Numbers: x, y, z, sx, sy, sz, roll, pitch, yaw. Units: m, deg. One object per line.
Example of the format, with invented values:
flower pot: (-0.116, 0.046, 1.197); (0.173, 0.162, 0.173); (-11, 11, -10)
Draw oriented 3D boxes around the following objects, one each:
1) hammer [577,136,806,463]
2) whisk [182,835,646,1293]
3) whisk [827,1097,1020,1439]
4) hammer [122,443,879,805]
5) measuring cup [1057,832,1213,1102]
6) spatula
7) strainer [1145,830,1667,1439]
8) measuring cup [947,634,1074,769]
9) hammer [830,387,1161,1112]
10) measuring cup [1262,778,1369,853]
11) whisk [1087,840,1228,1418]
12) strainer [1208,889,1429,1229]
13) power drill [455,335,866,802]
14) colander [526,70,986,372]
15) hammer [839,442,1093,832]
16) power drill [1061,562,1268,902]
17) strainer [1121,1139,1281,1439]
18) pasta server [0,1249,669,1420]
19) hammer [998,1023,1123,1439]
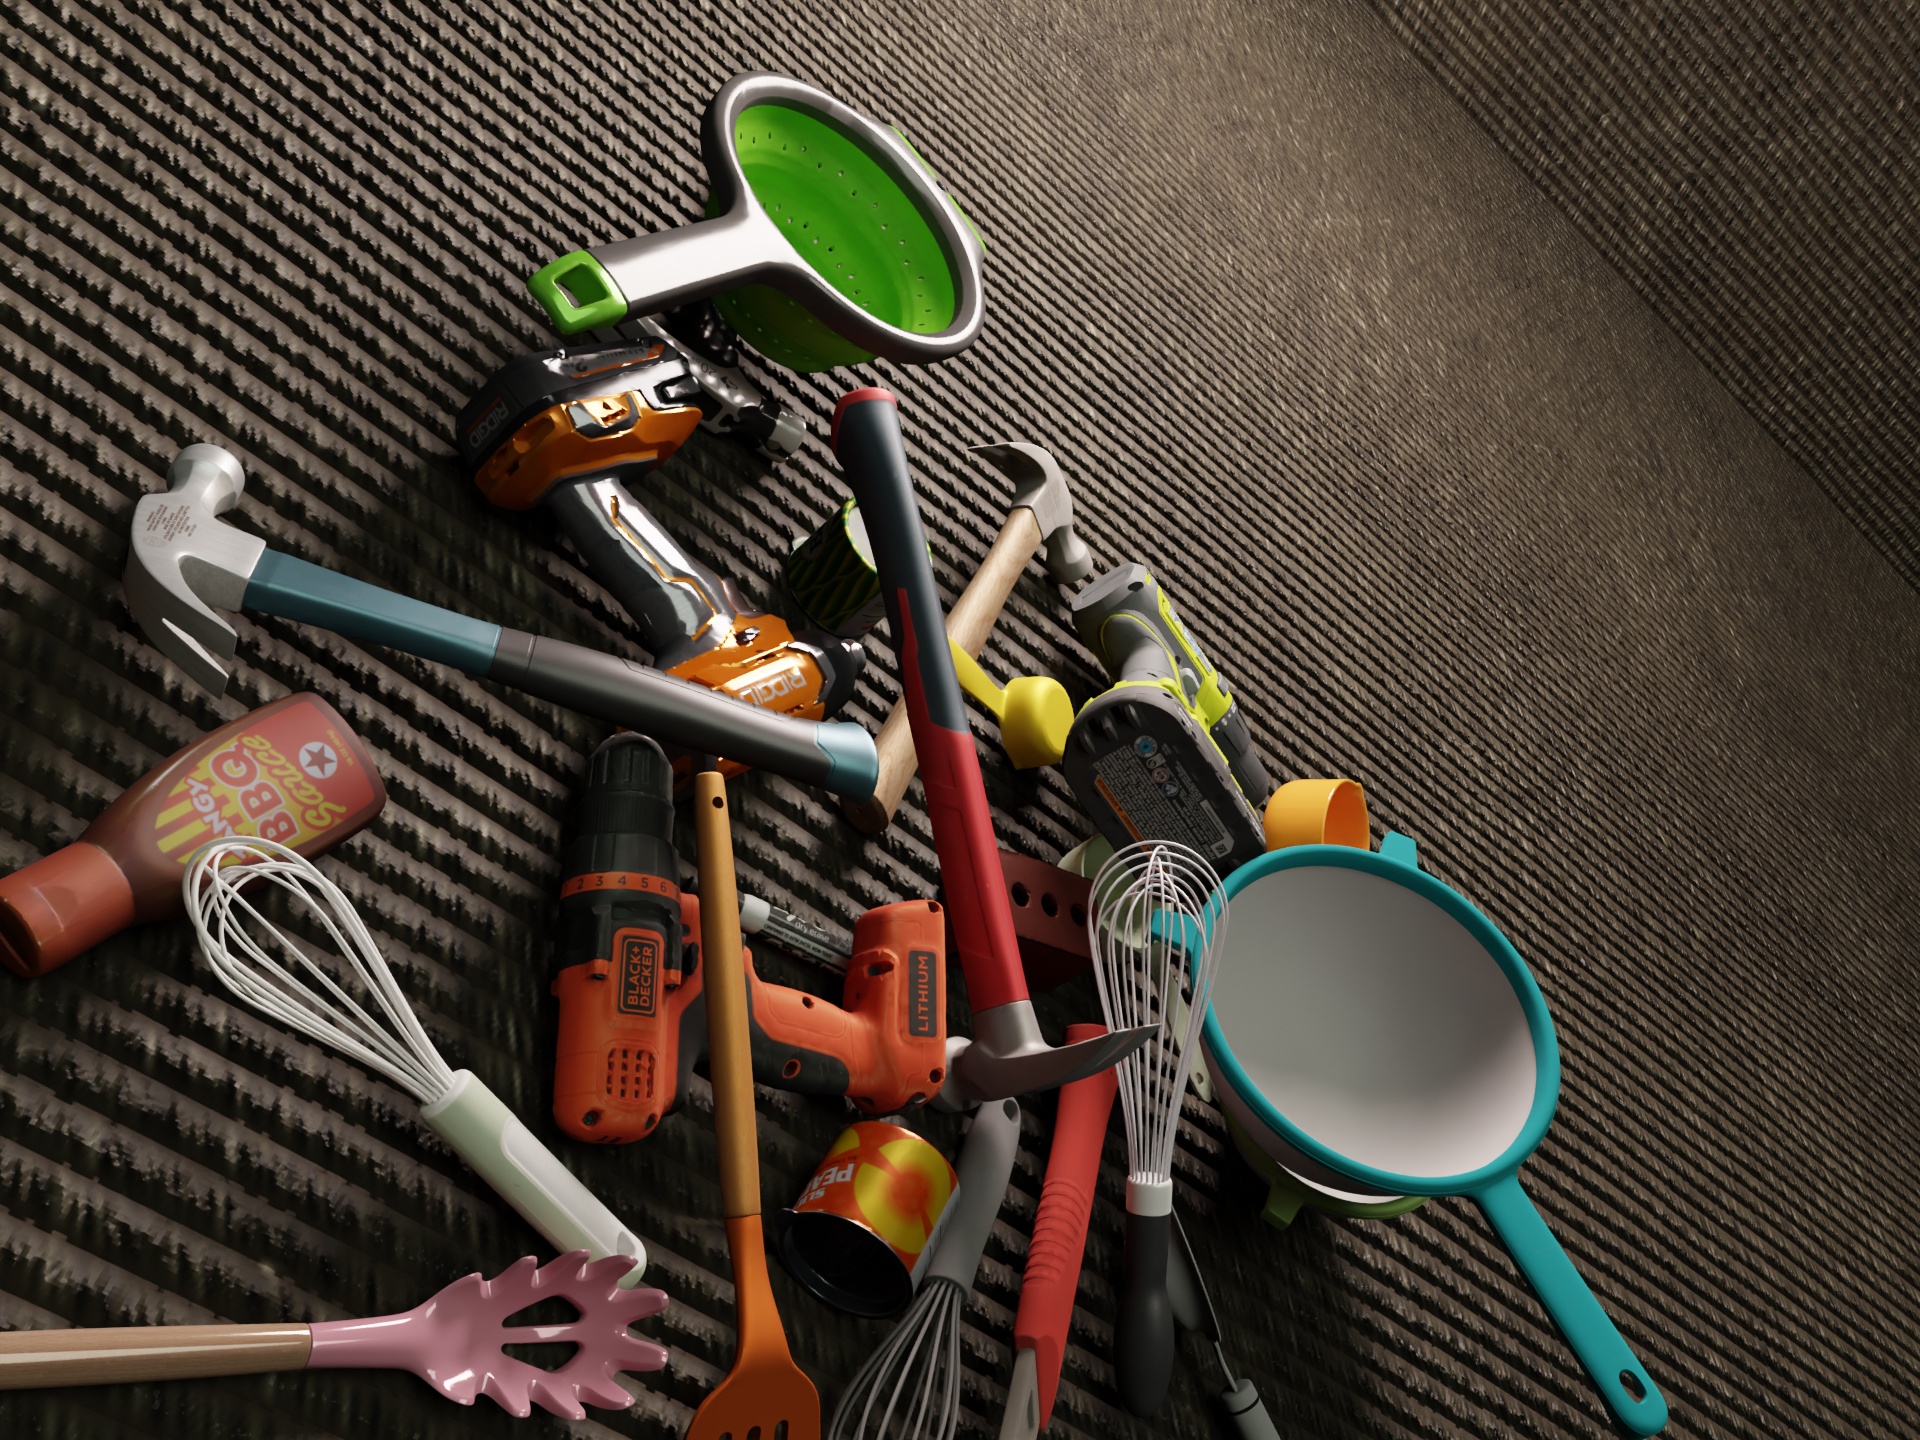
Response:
hammer: (-0.150, -0.318, 1.033); (0.146, 0.035, 0.335); (29, 45, -28)
whisk: (-0.203, 0.138, 0.613); (0.246, 0.059, 0.058); (53, 20, -20)
whisk: (-0.010, 0.263, 0.740); (0.055, 0.055, 0.239); (43, 36, -13)
hammer: (-0.191, -0.027, 0.699); (0.330, 0.033, 0.128); (18, 34, -18)
measuring cup: (0.104, 0.149, 0.942); (0.083, 0.038, 0.168); (-7, 71, -48)
spatula: (-0.097, 0.181, 0.659); (0.081, 0.041, 0.323); (6, 70, -37)
strainer: (0.243, 0.228, 0.856); (0.211, 0.095, 0.341); (-14, 58, -27)
measuring cup: (0.027, -0.018, 0.945); (0.156, 0.029, 0.062); (40, 51, -53)
hammer: (-0.001, -0.003, 0.822); (0.038, 0.143, 0.386); (2, 69, -42)
measuring cup: (0.261, 0.108, 1.124); (0.173, 0.052, 0.095); (53, 49, -44)
whisk: (0.095, 0.202, 0.785); (0.070, 0.070, 0.284); (2, 90, -44)
strainer: (0.194, 0.199, 0.979); (0.151, 0.069, 0.257); (-3, 49, -24)
power drill: (-0.144, -0.083, 0.832); (0.164, 0.084, 0.226); (-27, 87, -51)
colander: (-0.124, -0.248, 0.894); (0.204, 0.094, 0.397); (52, 35, -3)
hammer: (0.003, -0.058, 0.971); (0.130, 0.031, 0.331); (65, 36, -32)
power drill: (0.138, 0.016, 1.007); (0.190, 0.080, 0.229); (54, 20, -15)
strainer: (0.140, 0.346, 0.828); (0.258, 0.050, 0.087); (63, -4, 3)
pasta server: (-0.248, 0.214, 0.540); (0.316, 0.040, 0.060); (14, 64, -37)
hammer: (0.042, 0.287, 0.753); (0.359, 0.037, 0.149); (-69, 147, -54)
